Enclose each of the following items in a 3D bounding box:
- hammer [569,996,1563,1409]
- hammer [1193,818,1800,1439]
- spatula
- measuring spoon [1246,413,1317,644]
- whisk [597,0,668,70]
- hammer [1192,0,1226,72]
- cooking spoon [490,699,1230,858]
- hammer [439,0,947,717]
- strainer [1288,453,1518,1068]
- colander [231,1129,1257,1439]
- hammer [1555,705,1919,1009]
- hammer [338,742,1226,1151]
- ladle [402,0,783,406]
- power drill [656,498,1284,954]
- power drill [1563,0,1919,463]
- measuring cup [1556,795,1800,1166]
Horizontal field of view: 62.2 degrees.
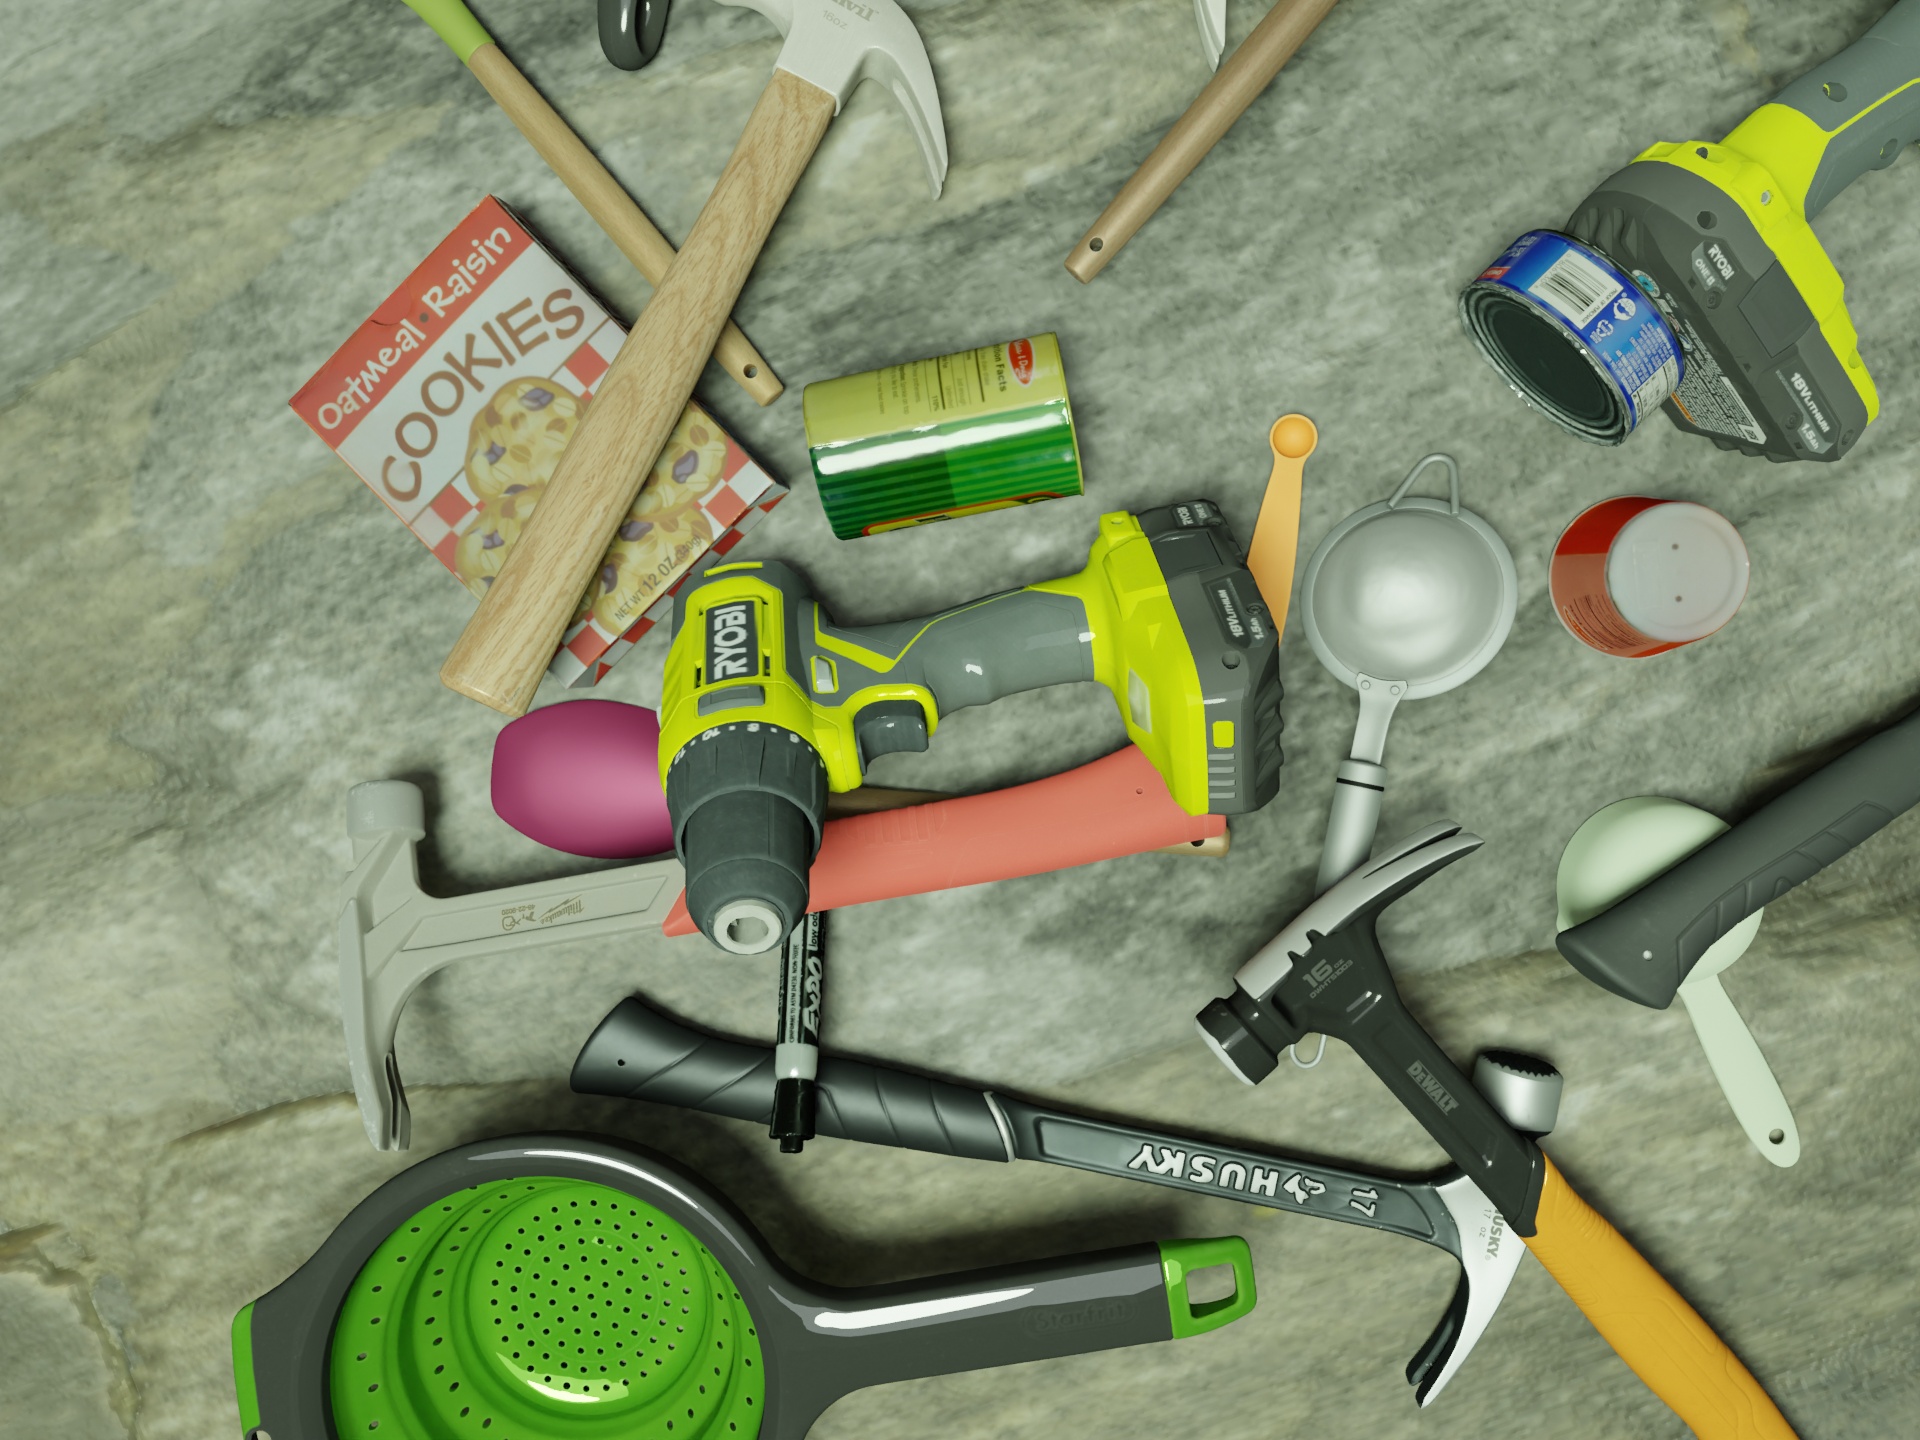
[{"bbox_3d":[0.036,0.180,0.674,0.409,0.036,0.149,10,95,3],"label":"hammer"},{"bbox_3d":[0.243,0.195,0.629,0.127,0.034,0.336,-42,102,1],"label":"hammer"},{"bbox_3d":[0.147,-0.295,0.612,0.060,0.018,0.316,41,96,6],"label":"spatula"},{"bbox_3d":[0.130,-0.070,0.667,0.021,0.011,0.117,9,97,3],"label":"measuring spoon"},{"bbox_3d":[-0.116,-0.415,0.639,0.073,0.073,0.296,9,99,3],"label":"whisk"},{"bbox_3d":[0.297,-0.325,0.628,0.410,0.038,0.146,5,95,3],"label":"hammer"},{"bbox_3d":[-0.046,0.036,0.678,0.319,0.017,0.069,5,93,4],"label":"cooking spoon"},{"bbox_3d":[-0.110,-0.153,0.629,0.130,0.031,0.331,26,81,-3],"label":"hammer"},{"bbox_3d":[0.164,0.014,0.640,0.087,0.050,0.258,11,90,27],"label":"strainer"},{"bbox_3d":[-0.082,0.245,0.656,0.397,0.094,0.204,-9,94,0],"label":"colander"},{"bbox_3d":[0.375,0.004,0.618,0.335,0.035,0.146,-32,90,-4],"label":"hammer"},{"bbox_3d":[-0.071,0.071,0.642,0.359,0.036,0.149,-10,75,2],"label":"hammer"},{"bbox_3d":[-0.183,-0.256,0.653,0.078,0.062,0.320,-40,93,5],"label":"ladle"},{"bbox_3d":[-0.001,-0.002,0.596,0.228,0.191,0.080,-10,128,-1],"label":"power drill"},{"bbox_3d":[0.356,-0.210,0.597,0.223,0.080,0.171,-44,111,5],"label":"power drill"},{"bbox_3d":[0.307,0.111,0.649,0.083,0.038,0.167,-26,89,5],"label":"measuring cup"}]
